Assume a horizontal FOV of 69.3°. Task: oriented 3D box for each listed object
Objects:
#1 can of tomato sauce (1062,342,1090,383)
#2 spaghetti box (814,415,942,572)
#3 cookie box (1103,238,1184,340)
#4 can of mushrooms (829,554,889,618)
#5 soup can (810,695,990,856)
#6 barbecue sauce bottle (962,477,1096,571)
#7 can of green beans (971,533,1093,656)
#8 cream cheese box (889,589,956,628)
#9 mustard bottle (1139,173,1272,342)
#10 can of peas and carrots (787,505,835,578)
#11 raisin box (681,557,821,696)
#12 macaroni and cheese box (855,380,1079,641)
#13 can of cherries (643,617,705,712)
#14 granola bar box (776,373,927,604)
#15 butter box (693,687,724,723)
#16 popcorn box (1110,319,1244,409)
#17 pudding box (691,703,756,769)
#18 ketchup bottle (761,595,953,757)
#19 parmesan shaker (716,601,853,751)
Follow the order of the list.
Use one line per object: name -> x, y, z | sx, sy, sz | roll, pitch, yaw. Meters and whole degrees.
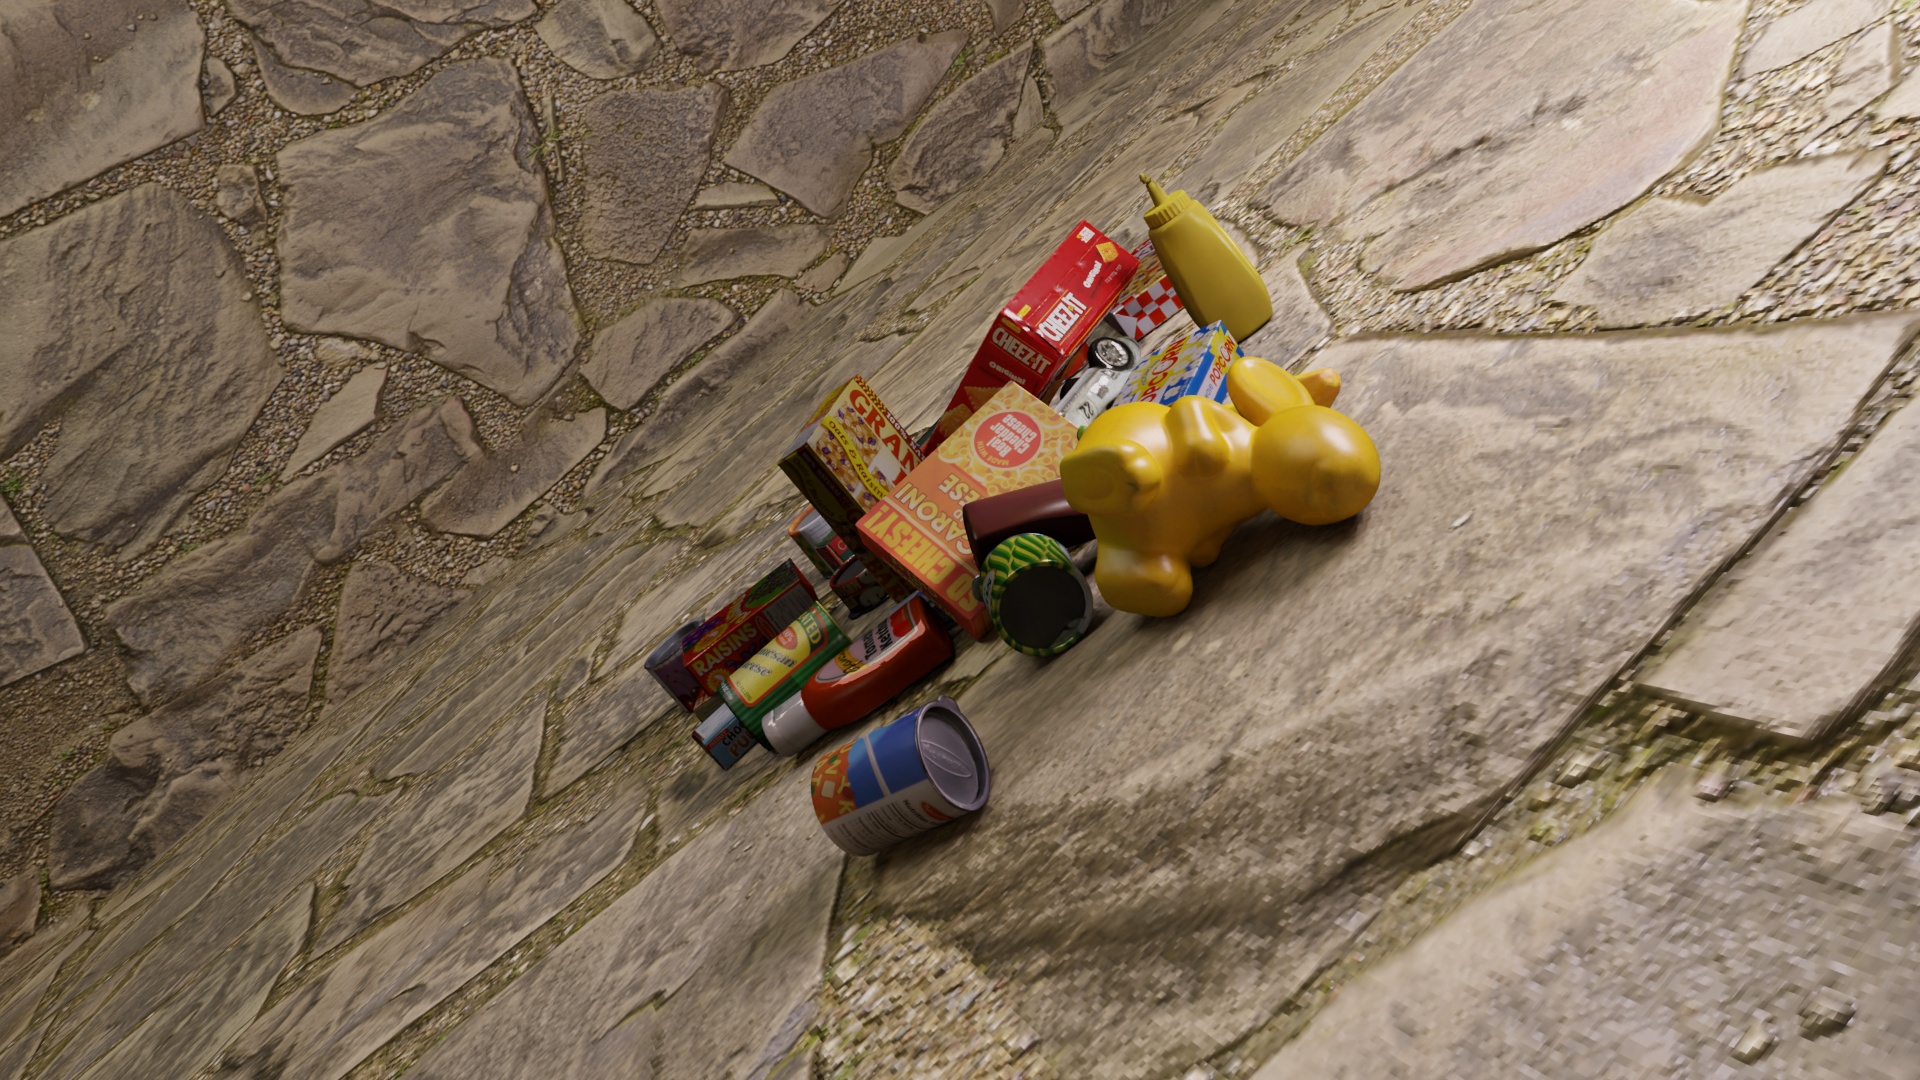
can of tomato sauce -> 0.083, -0.203, 1.397 | 0.071, 0.083, 0.071 | -34, 17, 12
spaghetti box -> -0.042, -0.057, 1.333 | 0.251, 0.050, 0.028 | -48, 18, -29
cookie box -> 0.195, -0.264, 1.401 | 0.123, 0.040, 0.168 | -36, 18, 6
can of mushrooms -> -0.081, 0.033, 1.213 | 0.071, 0.033, 0.071 | -33, 19, 13
soup can -> -0.035, 0.137, 0.807 | 0.083, 0.071, 0.072 | -29, 20, 28
barbecue sauce bottle -> 0.077, -0.021, 0.952 | 0.149, 0.044, 0.064 | -17, -25, -3
can of green beans -> 0.049, 0.035, 0.902 | 0.071, 0.071, 0.058 | -37, 18, 4
cream cheese box -> -0.009, 0.044, 1.061 | 0.103, 0.024, 0.053 | -35, 18, 10
mustard bottle -> 0.194, -0.237, 1.142 | 0.065, 0.160, 0.049 | -34, 16, 8
can of peas and carrots -> -0.126, -0.006, 1.356 | 0.071, 0.058, 0.071 | -34, 18, 12
raisin box -> -0.183, 0.075, 1.212 | 0.123, 0.040, 0.086 | -37, 18, -3
macaroni and cheese box -> 0.026, -0.024, 1.022 | 0.167, 0.040, 0.124 | -43, 63, -15
can of cherries -> -0.248, 0.115, 1.290 | 0.071, 0.058, 0.072 | -34, 17, 12
granola bar box -> -0.066, -0.040, 1.146 | 0.039, 0.165, 0.125 | -29, 20, 32
butter box -> -0.185, 0.119, 1.214 | 0.103, 0.024, 0.053 | -34, 17, 11
popcorn box -> 0.165, -0.114, 1.090 | 0.085, 0.038, 0.127 | -24, 22, 38
pudding box -> -0.174, 0.143, 1.125 | 0.084, 0.030, 0.049 | -43, 17, -15
ketchup bottle -> -0.076, 0.103, 1.012 | 0.148, 0.043, 0.065 | -36, 24, 8
parmesan shaker -> -0.127, 0.106, 1.070 | 0.103, 0.071, 0.071 | -41, 18, -7
